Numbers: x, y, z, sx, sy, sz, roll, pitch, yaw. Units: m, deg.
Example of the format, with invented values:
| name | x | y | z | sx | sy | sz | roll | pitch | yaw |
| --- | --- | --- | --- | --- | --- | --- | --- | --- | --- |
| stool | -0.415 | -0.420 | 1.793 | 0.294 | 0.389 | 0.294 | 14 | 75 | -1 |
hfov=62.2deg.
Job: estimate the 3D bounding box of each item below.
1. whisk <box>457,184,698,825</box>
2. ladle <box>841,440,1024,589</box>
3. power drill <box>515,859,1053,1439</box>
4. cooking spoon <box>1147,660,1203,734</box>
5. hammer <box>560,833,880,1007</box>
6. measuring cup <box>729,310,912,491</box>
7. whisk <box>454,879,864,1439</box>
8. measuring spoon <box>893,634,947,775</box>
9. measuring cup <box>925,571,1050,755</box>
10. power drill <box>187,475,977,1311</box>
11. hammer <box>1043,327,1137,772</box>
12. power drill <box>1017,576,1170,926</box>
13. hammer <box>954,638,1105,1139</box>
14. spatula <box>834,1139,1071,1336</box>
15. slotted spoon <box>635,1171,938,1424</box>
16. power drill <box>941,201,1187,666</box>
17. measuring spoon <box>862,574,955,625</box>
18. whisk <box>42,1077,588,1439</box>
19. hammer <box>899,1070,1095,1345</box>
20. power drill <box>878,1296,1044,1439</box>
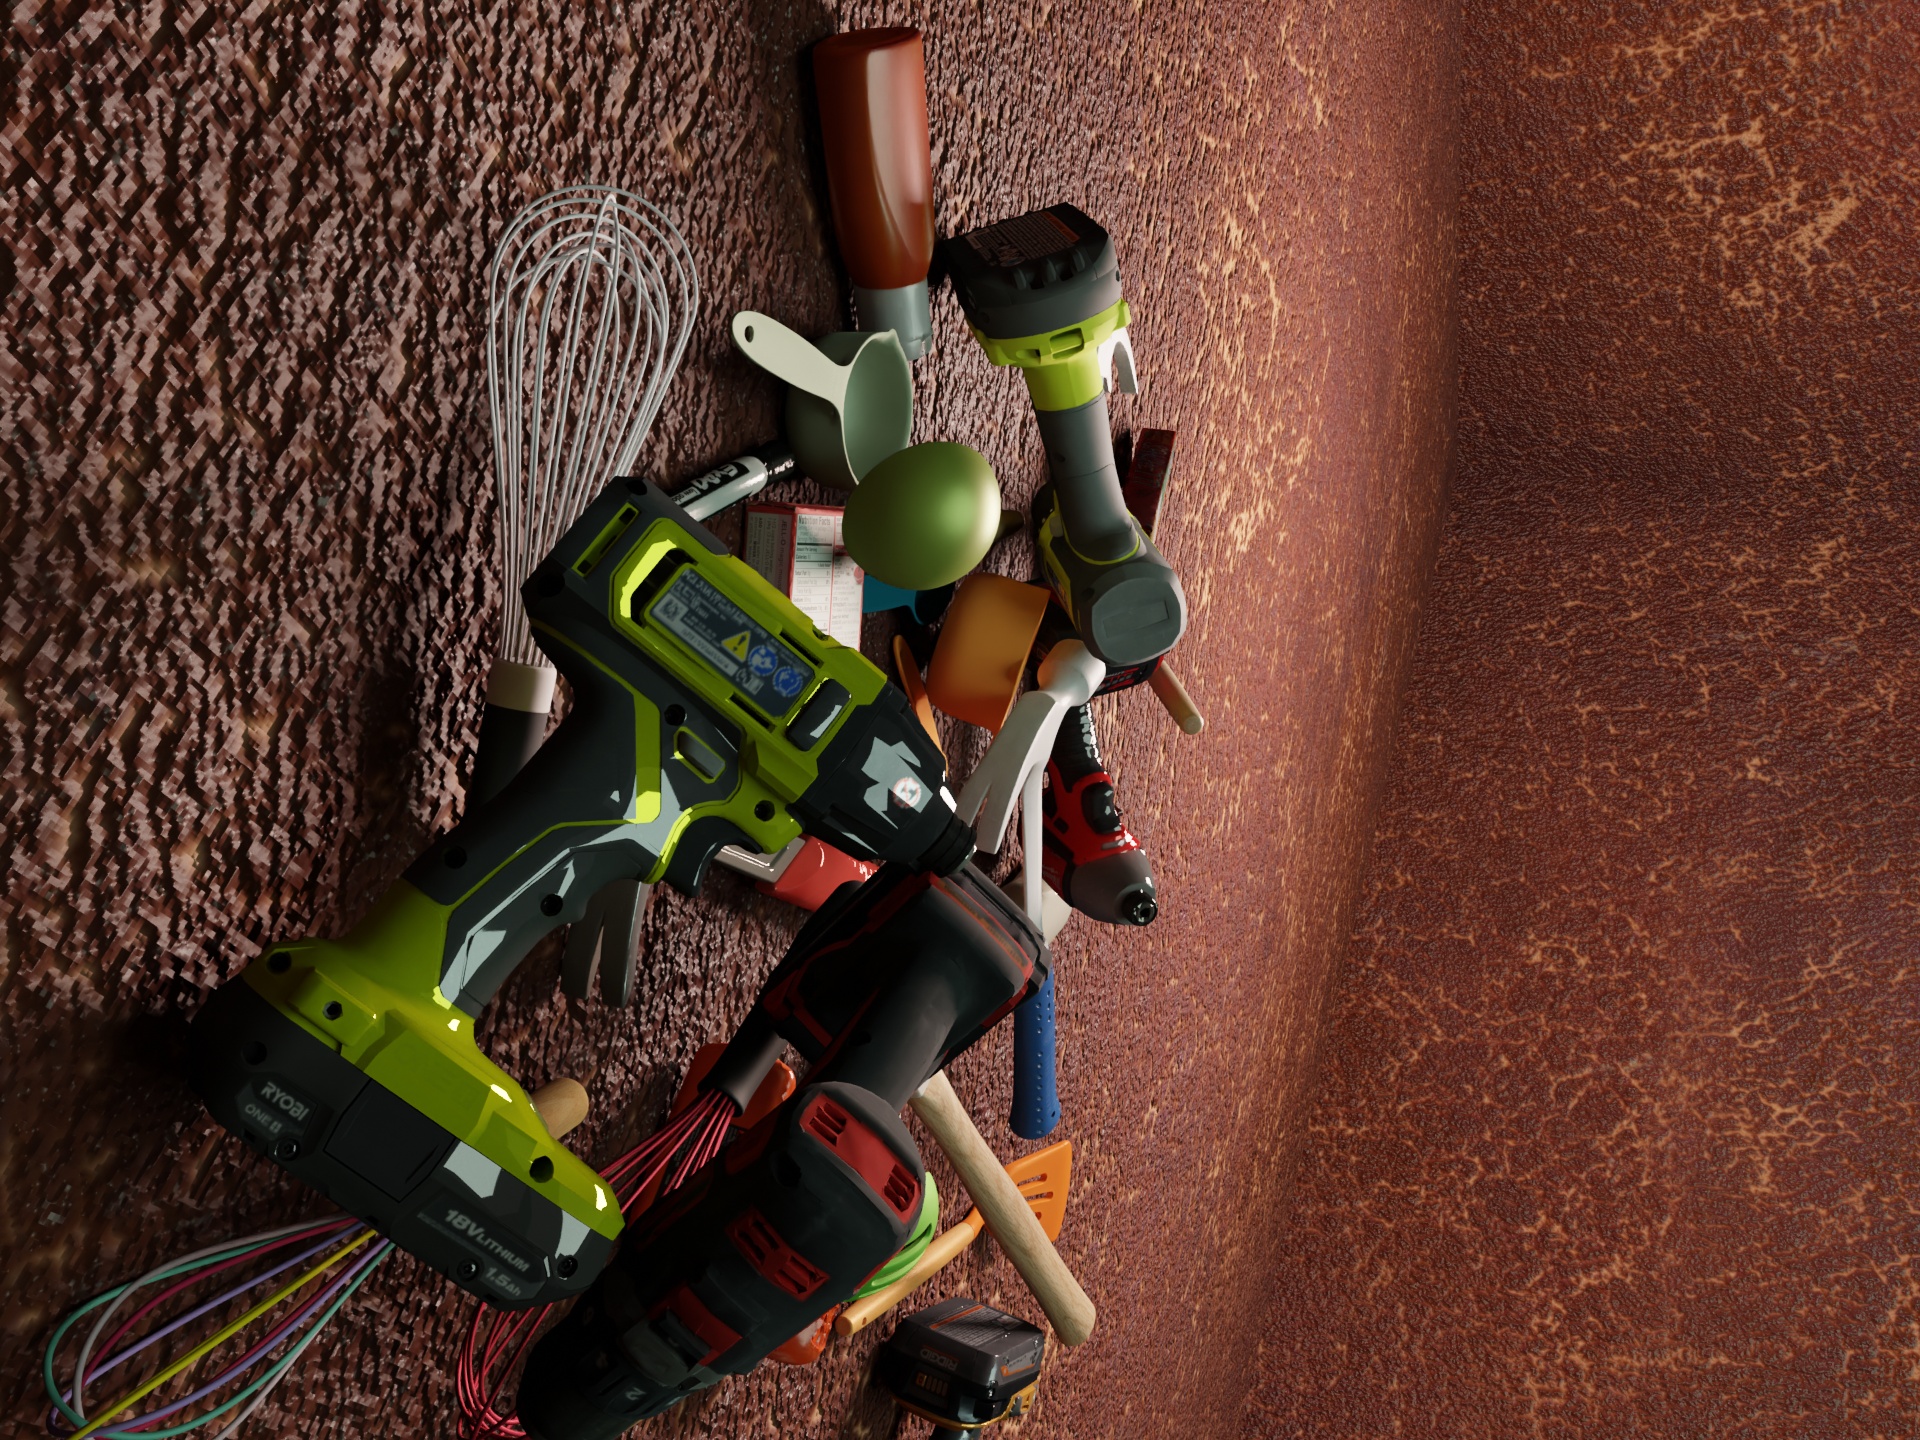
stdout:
| name | x | y | z | sx | sy | sz | roll | pitch | yaw |
| --- | --- | --- | --- | --- | --- | --- | --- | --- | --- |
| whisk | -0.147 | -0.044 | 0.557 | 0.070 | 0.070 | 0.284 | 0 | 102 | -68 |
| ladle | 0.003 | -0.113 | 0.865 | 0.078 | 0.062 | 0.320 | -40 | -179 | 12 |
| power drill | -0.064 | 0.157 | 0.592 | 0.188 | 0.080 | 0.227 | -44 | -176 | 28 |
| cooking spoon | 0.130 | -0.044 | 1.103 | 0.319 | 0.017 | 0.068 | -101 | -168 | -73 |
| hammer | -0.075 | 0.088 | 0.804 | 0.358 | 0.037 | 0.149 | 39 | 62 | -64 |
| measuring cup | -0.072 | -0.153 | 0.720 | 0.167 | 0.038 | 0.083 | 16 | 84 | -66 |
| whisk | -0.112 | 0.176 | 0.675 | 0.296 | 0.073 | 0.073 | -55 | 147 | -38 |
| measuring spoon | -0.026 | -0.005 | 0.928 | 0.021 | 0.011 | 0.116 | -74 | 156 | -43 |
| measuring cup | -0.001 | -0.003 | 0.920 | 0.095 | 0.052 | 0.173 | -58 | 170 | -79 |
| power drill | -0.108 | 0.058 | 0.501 | 0.171 | 0.080 | 0.223 | 41 | 72 | -14 |
| hammer | 0.076 | -0.122 | 1.100 | 0.128 | 0.033 | 0.331 | -17 | 114 | -65 |
| power drill | 0.082 | 0.024 | 1.026 | 0.078 | 0.143 | 0.219 | -14 | 116 | -18 |
| hammer | 0.042 | 0.143 | 0.996 | 0.144 | 0.035 | 0.405 | -53 | 152 | -38 |
| spatula | 0.002 | 0.360 | 1.089 | 0.322 | 0.041 | 0.081 | -1 | 100 | -67 |
| slotted spoon | -0.114 | 0.274 | 0.679 | 0.313 | 0.031 | 0.070 | -17 | 140 | -46 |
| power drill | 0.058 | -0.164 | 0.898 | 0.191 | 0.080 | 0.228 | -110 | -177 | -60 |
| measuring spoon | -0.045 | -0.072 | 0.852 | 0.128 | 0.021 | 0.042 | -10 | 119 | -57 |
| whisk | -0.201 | 0.172 | 0.532 | 0.047 | 0.051 | 0.245 | -65 | 167 | 16 |
| hammer | 0.018 | 0.302 | 1.022 | 0.130 | 0.031 | 0.331 | -59 | 134 | -39 |
| power drill | -0.028 | 0.505 | 1.025 | 0.185 | 0.084 | 0.226 | 26 | 78 | -66 |
